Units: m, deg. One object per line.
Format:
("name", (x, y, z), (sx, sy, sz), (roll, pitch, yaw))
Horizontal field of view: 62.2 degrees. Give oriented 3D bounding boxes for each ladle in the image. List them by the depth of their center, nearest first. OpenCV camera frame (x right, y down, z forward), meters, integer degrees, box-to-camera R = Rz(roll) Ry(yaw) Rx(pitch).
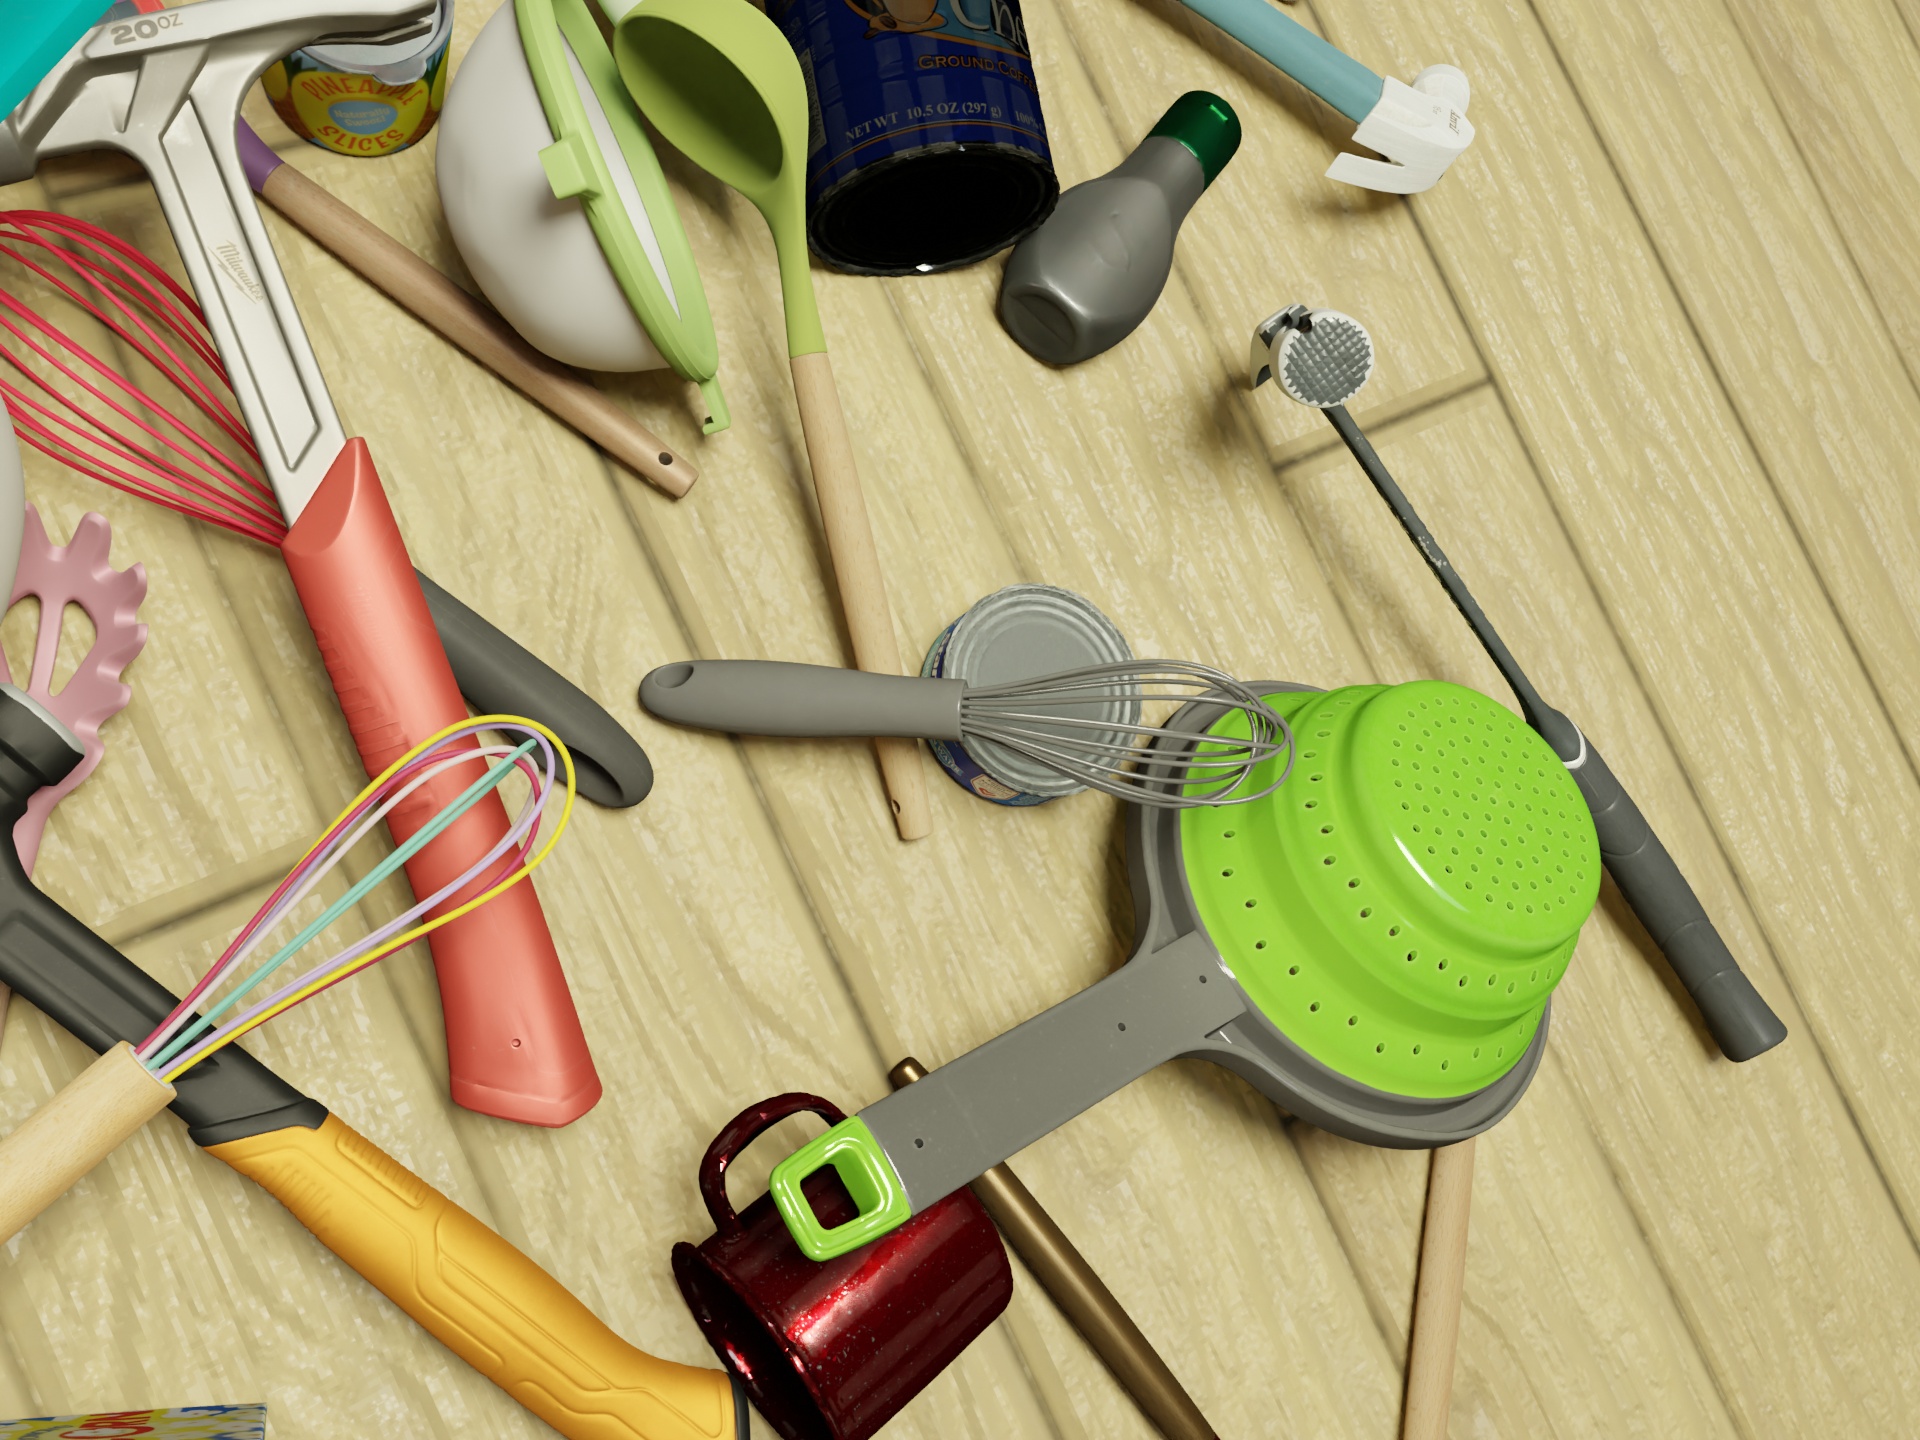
("ladle", (-0.061, -0.107, 0.591), (0.062, 0.078, 0.320), (-16, 98, -28))
("ladle", (0.074, 0.253, 0.596), (0.069, 0.031, 0.315), (-38, 92, -25))

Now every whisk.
("whisk", (-0.207, 0.084, 0.446), (0.245, 0.051, 0.047), (-43, 109, -19))
("whisk", (-0.221, -0.067, 0.537), (0.295, 0.073, 0.073), (41, 67, -14))
("whisk", (-0.001, 0.000, 0.570), (0.239, 0.055, 0.055), (4, 74, 9))

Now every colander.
("colander", (0.112, 0.075, 0.564), (0.397, 0.094, 0.205), (-21, 72, -36))

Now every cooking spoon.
("cooking spoon", (0.208, 0.186, 0.669), (0.068, 0.017, 0.319), (18, 71, -17))

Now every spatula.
("spatula", (-0.229, -0.179, 0.579), (0.315, 0.018, 0.060), (36, 68, -9))

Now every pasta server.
("pasta server", (-0.298, 0.090, 0.479), (0.060, 0.040, 0.316), (9, 76, -24))

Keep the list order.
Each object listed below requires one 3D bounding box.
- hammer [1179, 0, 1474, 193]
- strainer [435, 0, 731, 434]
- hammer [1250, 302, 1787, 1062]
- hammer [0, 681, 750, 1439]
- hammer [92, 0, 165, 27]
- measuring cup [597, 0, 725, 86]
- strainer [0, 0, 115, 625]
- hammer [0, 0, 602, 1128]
("hammer", (0.094, -0.346, 0.725), (0.331, 0.033, 0.128), (30, 44, -9))
("strainer", (-0.161, -0.228, 0.584), (0.069, 0.151, 0.257), (-21, 66, 3))
("hammer", (0.246, -0.008, 0.691), (0.036, 0.149, 0.408), (-35, 103, 11))
("hammer", (-0.200, 0.145, 0.485), (0.336, 0.034, 0.127), (43, 67, -14))
("hammer", (-0.436, -0.166, 0.474), (0.386, 0.038, 0.143), (-27, 87, -22))
("measuring cup", (-0.142, -0.315, 0.610), (0.038, 0.083, 0.167), (-35, 103, 16))
("strainer", (-0.279, -0.083, 0.420), (0.340, 0.095, 0.211), (-40, 58, 10))
("hammer", (-0.180, -0.040, 0.506), (0.149, 0.037, 0.359), (-22, 101, -19))
